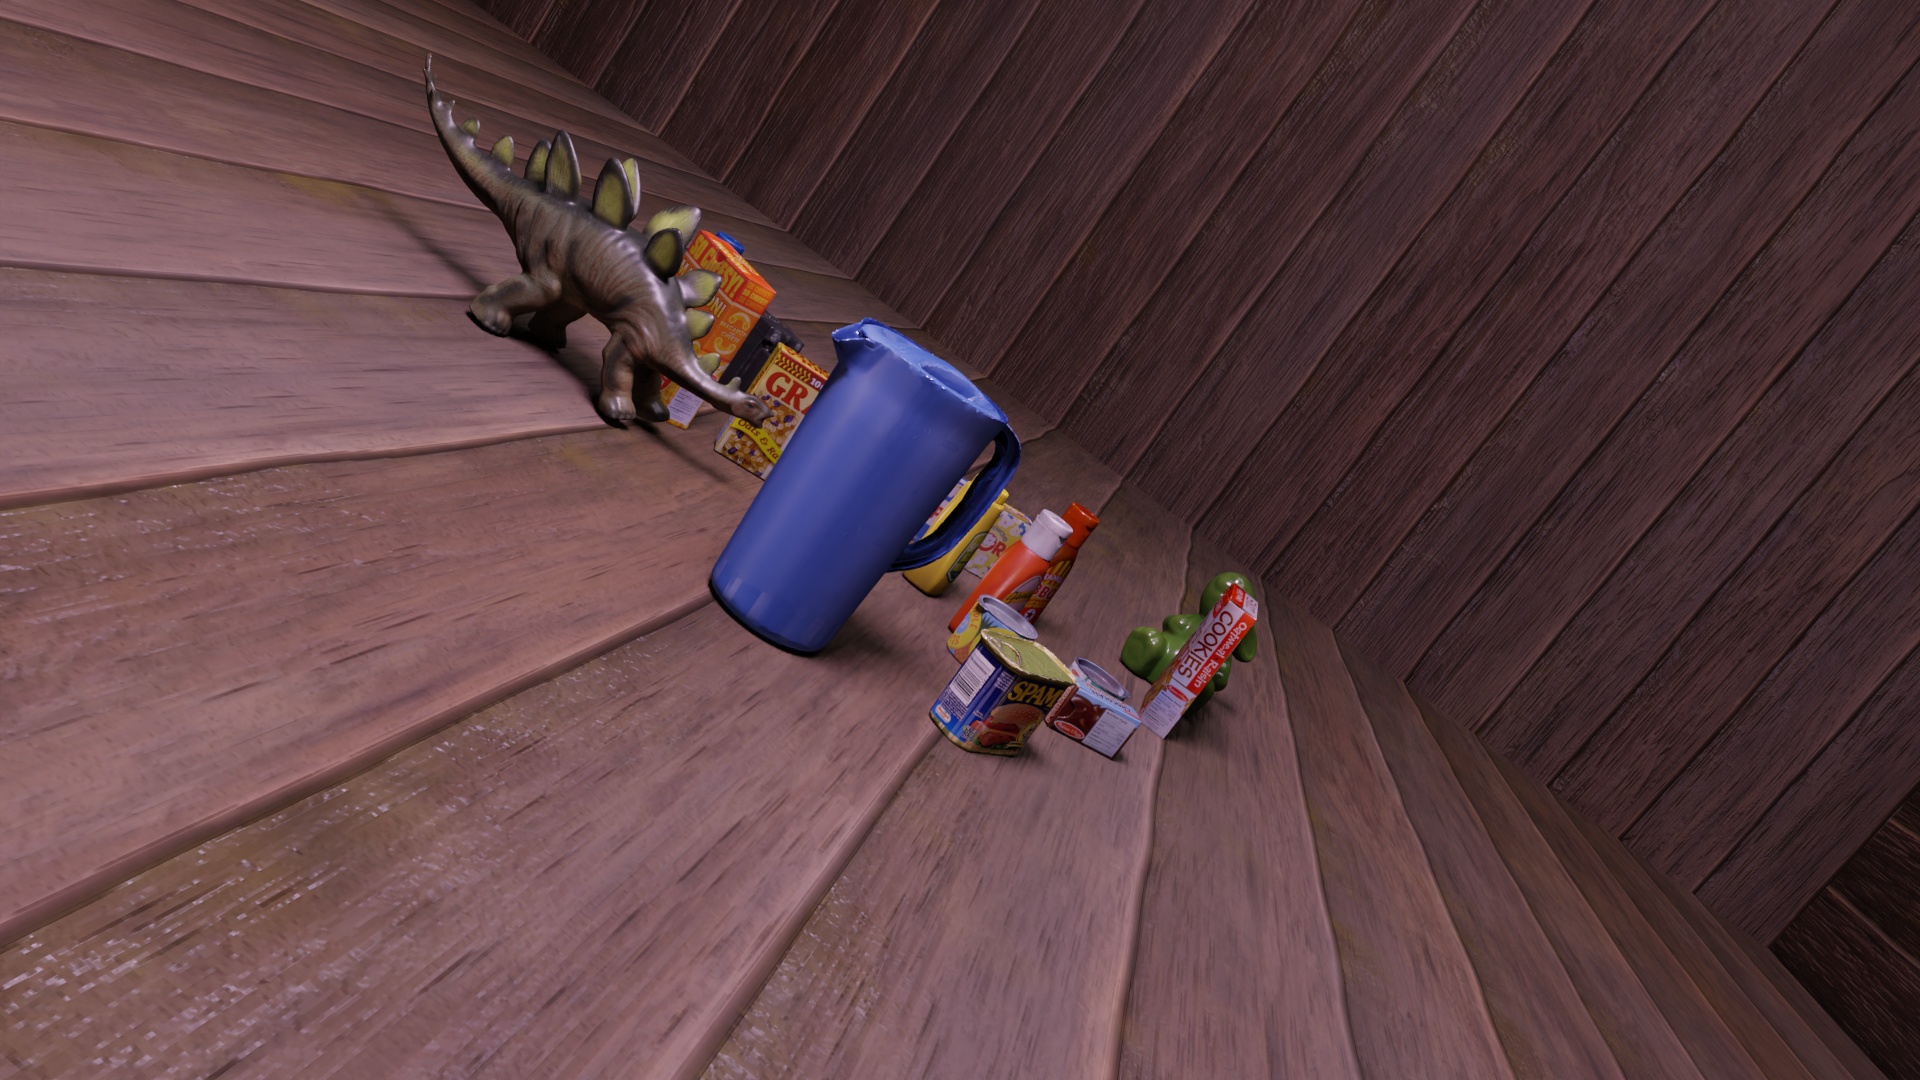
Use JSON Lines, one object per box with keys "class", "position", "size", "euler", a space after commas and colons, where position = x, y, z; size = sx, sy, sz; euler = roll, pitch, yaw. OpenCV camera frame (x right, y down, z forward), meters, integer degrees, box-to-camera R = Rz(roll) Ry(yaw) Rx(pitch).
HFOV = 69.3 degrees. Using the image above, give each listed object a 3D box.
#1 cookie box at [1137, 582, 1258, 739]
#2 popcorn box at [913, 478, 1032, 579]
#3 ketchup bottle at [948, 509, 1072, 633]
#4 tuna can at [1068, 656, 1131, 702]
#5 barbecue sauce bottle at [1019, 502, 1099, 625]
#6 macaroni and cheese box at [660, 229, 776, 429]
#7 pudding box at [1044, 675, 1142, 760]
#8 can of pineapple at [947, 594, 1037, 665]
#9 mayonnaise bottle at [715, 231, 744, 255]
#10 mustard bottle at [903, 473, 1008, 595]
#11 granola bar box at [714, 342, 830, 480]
{"class": "cookie box", "position": [0.263, 0.130, 1.534], "size": [0.040, 0.167, 0.123], "euler": [37, 12, 6]}
{"class": "popcorn box", "position": [0.012, -0.015, 1.592], "size": [0.126, 0.085, 0.038], "euler": [30, 13, -25]}
{"class": "ketchup bottle", "position": [0.051, 0.038, 1.355], "size": [0.043, 0.148, 0.065], "euler": [43, 14, 30]}
{"class": "tuna can", "position": [0.138, 0.154, 1.426], "size": [0.071, 0.032, 0.071], "euler": [34, 12, -8]}
{"class": "barbecue sauce bottle", "position": [0.092, 0.027, 1.504], "size": [0.065, 0.148, 0.044], "euler": [21, 19, -50]}
{"class": "macaroni and cheese box", "position": [-0.268, -0.213, 1.392], "size": [0.040, 0.166, 0.124], "euler": [24, 17, -46]}
{"class": "pudding box", "position": [0.123, 0.165, 1.304], "size": [0.083, 0.049, 0.030], "euler": [30, 13, -25]}
{"class": "can of pineapple", "position": [0.028, 0.092, 1.304], "size": [0.071, 0.057, 0.071], "euler": [34, 12, -8]}
{"class": "mayonnaise bottle", "position": [-0.305, -0.288, 1.614], "size": [0.041, 0.147, 0.065], "euler": [37, 12, 5]}
{"class": "mustard bottle", "position": [0.005, -0.018, 1.411], "size": [0.049, 0.160, 0.065], "euler": [39, 12, 14]}
{"class": "granola bar box", "position": [-0.146, -0.103, 1.408], "size": [0.165, 0.124, 0.039], "euler": [32, 12, -17]}
